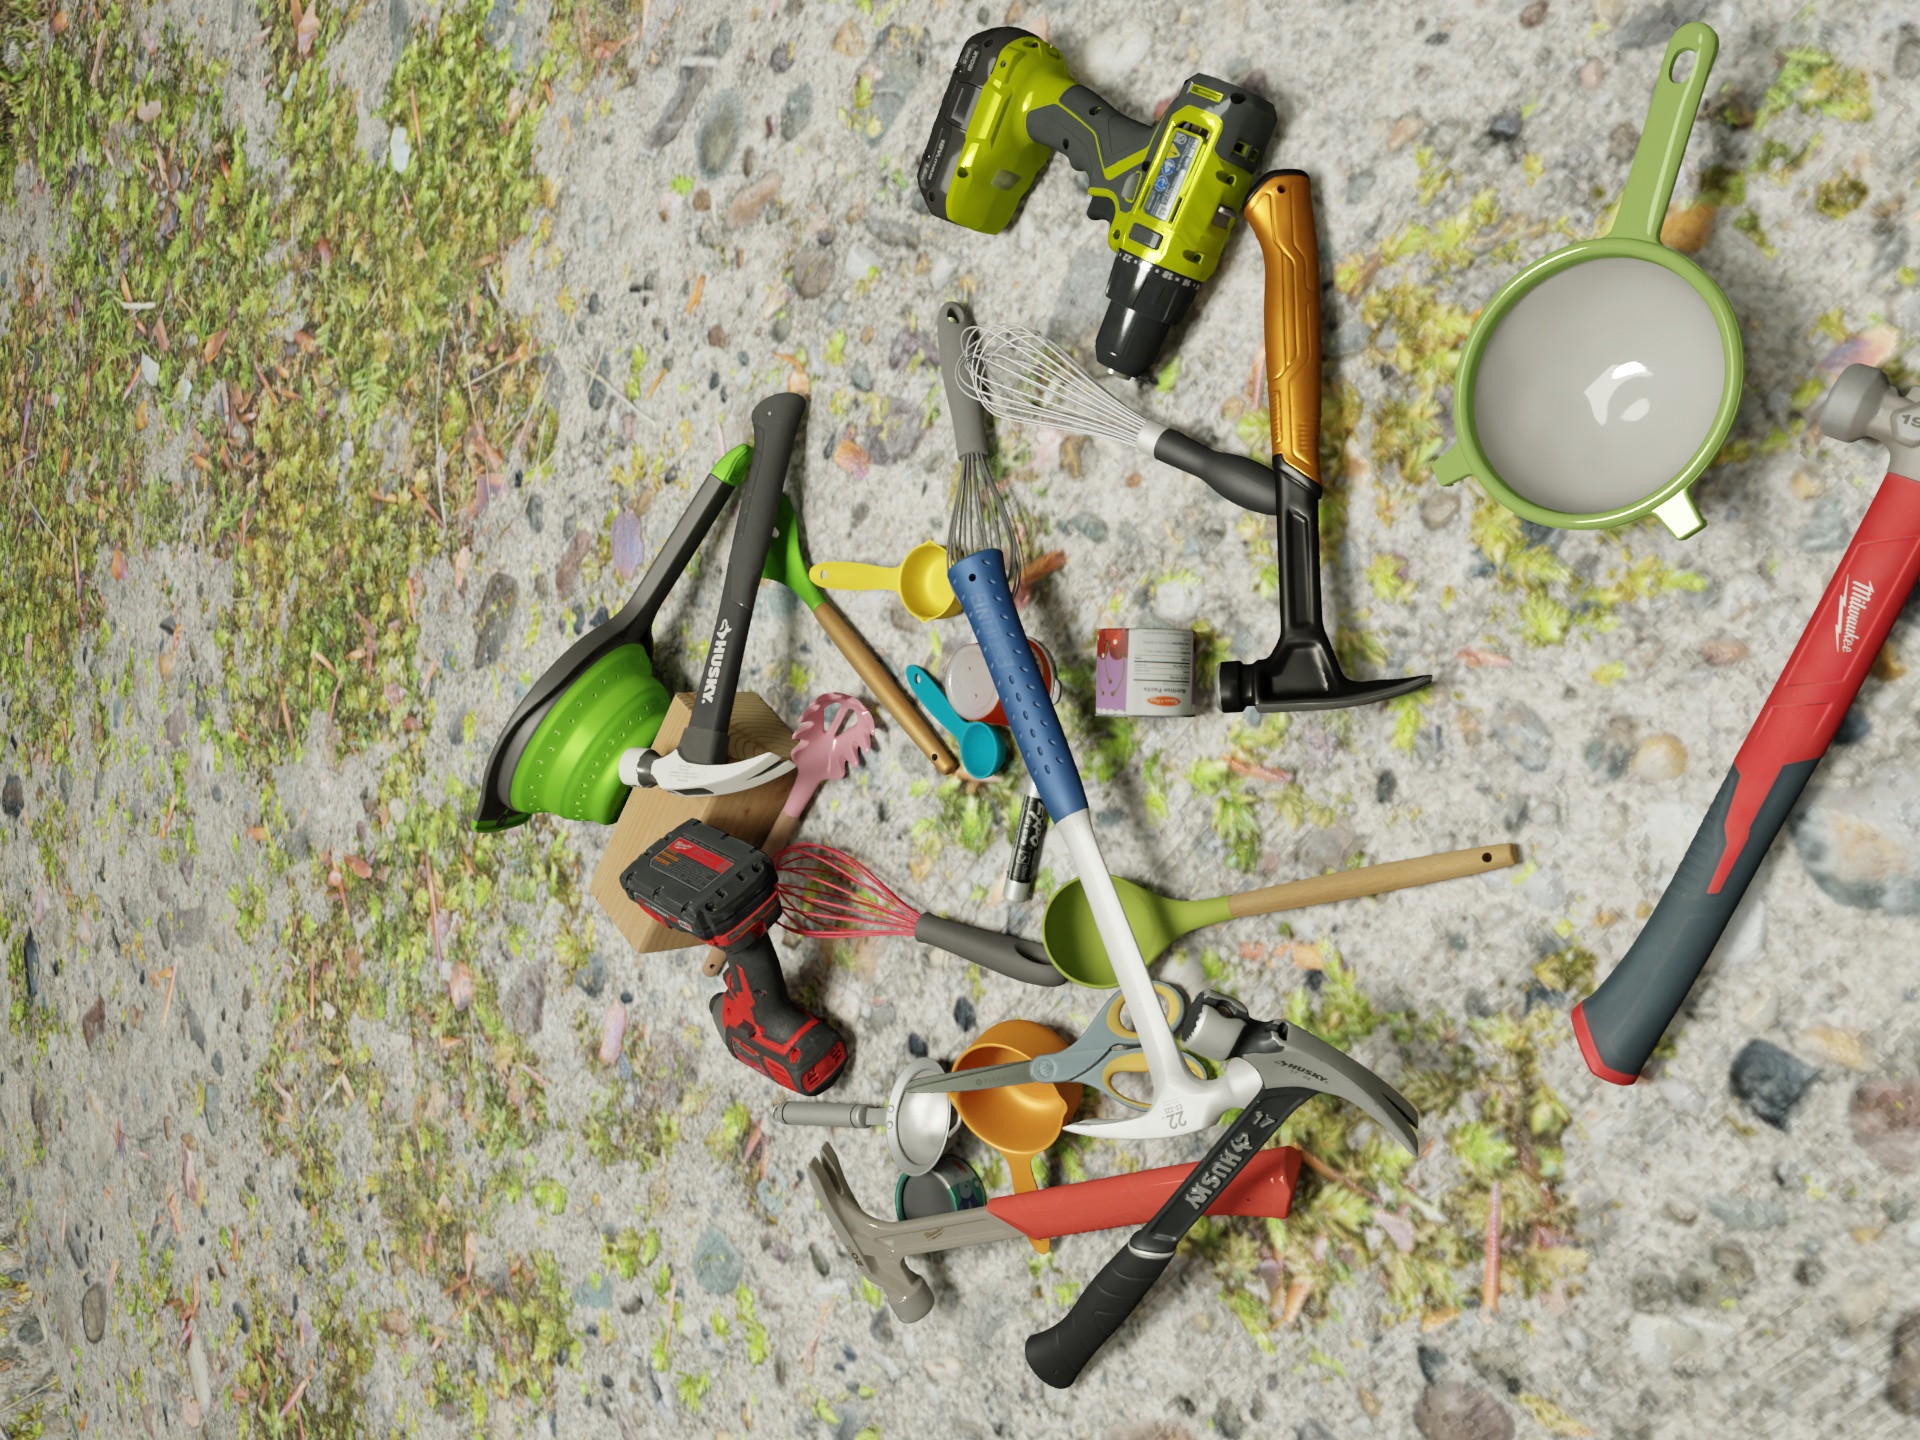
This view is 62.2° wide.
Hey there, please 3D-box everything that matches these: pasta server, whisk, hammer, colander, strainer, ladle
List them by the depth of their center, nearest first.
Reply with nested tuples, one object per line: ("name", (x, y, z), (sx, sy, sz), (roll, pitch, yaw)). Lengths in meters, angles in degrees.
("hammer", (0.428, 0.027, 0.804), (0.143, 0.038, 0.386), (32, 111, 34))
("strainer", (0.358, -0.225, 0.837), (0.152, 0.069, 0.256), (23, 105, 41))
("hammer", (0.213, -0.174, 0.971), (0.127, 0.034, 0.337), (-3, 83, 16))
("ladle", (0.189, 0.113, 1.002), (0.320, 0.062, 0.078), (-17, 77, 37))
("hammer", (0.134, 0.322, 1.003), (0.149, 0.036, 0.408), (24, 130, -2))
("hammer", (0.072, 0.076, 1.042), (0.144, 0.035, 0.406), (-29, 71, 27))
("whisk", (0.105, -0.201, 1.067), (0.285, 0.070, 0.070), (32, 112, 31))
("hammer", (0.062, 0.329, 1.089), (0.359, 0.037, 0.149), (-21, 104, 32))
("whisk", (0.006, -0.193, 1.158), (0.055, 0.055, 0.239), (-16, 76, 40))
("whisk", (-0.043, 0.150, 1.202), (0.296, 0.073, 0.073), (13, 100, 35))
("strainer", (-0.069, 0.308, 1.240), (0.258, 0.050, 0.087), (-13, 66, 46))
("hammer", (-0.169, -0.103, 1.254), (0.146, 0.035, 0.335), (3, 75, 30))
("pasta server", (-0.151, 0.099, 1.305), (0.060, 0.040, 0.316), (26, 117, -8))
("colander", (-0.258, -0.046, 1.344), (0.094, 0.204, 0.397), (35, 97, 8))

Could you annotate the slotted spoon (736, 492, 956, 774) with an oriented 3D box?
("slotted spoon", (-0.096, -0.073, 1.262), (0.070, 0.031, 0.314), (-51, 62, 24))

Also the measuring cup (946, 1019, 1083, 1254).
("measuring cup", (0.051, 0.294, 1.133), (0.095, 0.052, 0.173), (-2, 110, 30))

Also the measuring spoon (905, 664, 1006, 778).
("measuring spoon", (-0.002, -0.004, 1.192), (0.129, 0.021, 0.042), (49, 128, 39))

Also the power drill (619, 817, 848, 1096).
("power drill", (-0.177, 0.191, 1.252), (0.143, 0.078, 0.219), (18, 138, 43))

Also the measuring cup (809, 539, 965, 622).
("measuring cup", (-0.054, -0.109, 1.221), (0.157, 0.029, 0.062), (8, 96, 41))

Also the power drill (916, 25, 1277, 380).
("power drill", (0.082, -0.353, 1.069), (0.229, 0.080, 0.190), (36, 113, 31))
